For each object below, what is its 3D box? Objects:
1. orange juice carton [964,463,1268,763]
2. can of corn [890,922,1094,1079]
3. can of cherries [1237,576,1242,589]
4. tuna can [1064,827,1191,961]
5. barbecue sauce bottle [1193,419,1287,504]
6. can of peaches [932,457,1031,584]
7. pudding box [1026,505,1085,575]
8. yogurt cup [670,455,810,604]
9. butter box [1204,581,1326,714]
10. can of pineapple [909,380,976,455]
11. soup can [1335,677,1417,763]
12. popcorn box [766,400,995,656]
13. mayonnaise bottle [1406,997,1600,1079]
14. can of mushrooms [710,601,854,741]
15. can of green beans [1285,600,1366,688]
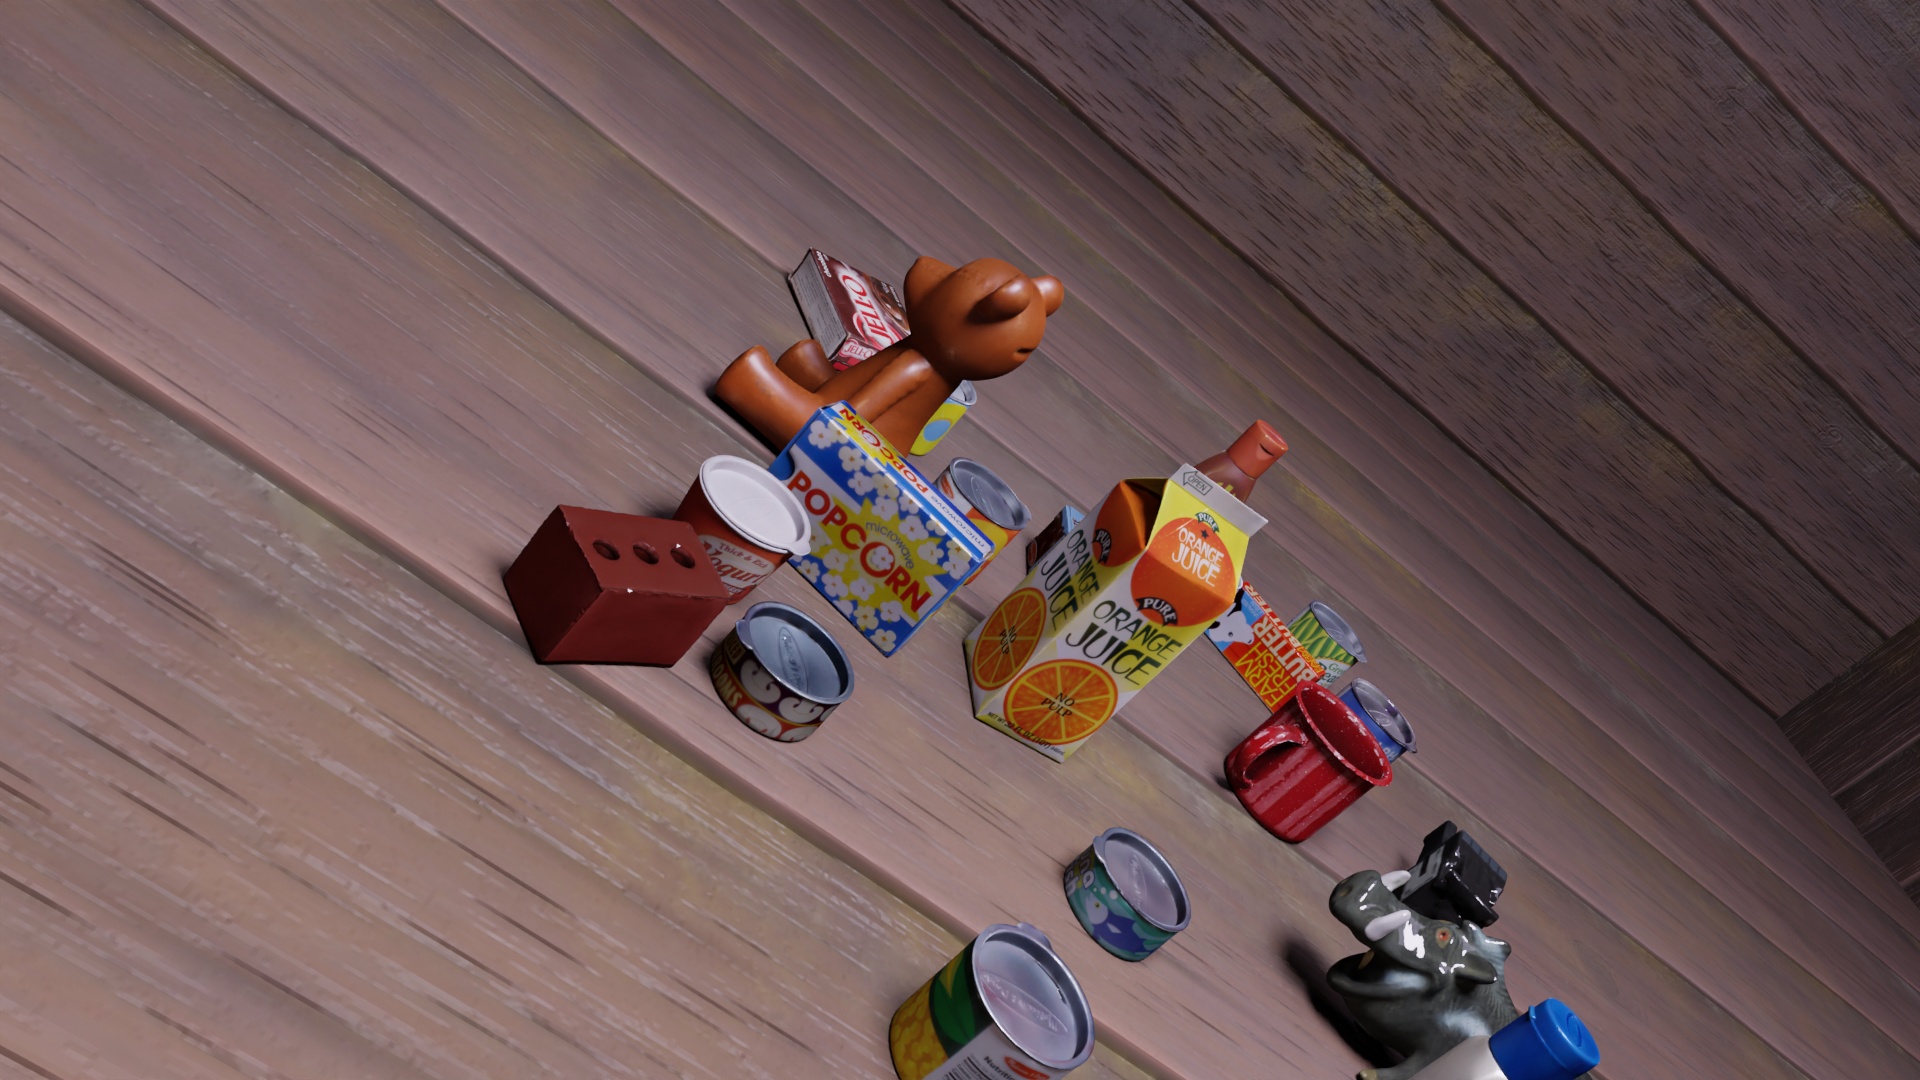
[{"bbox_3d":[0.091,0.036,0.822,0.072,0.192,0.073,31,26,-25],"label":"orange juice carton"},{"bbox_3d":[0.013,0.205,0.586,0.071,0.058,0.071,35,25,-19],"label":"can of corn"},{"bbox_3d":[0.188,0.035,1.142,0.071,0.058,0.072,35,25,-19],"label":"can of cherries"},{"bbox_3d":[0.089,0.192,0.758,0.071,0.032,0.071,35,25,-18],"label":"tuna can"},{"bbox_3d":[0.218,-0.041,1.203,0.065,0.148,0.044,38,24,-13],"label":"barbecue sauce bottle"},{"bbox_3d":[0.003,-0.012,0.933,0.071,0.058,0.071,35,25,-19],"label":"can of peaches"},{"bbox_3d":[0.075,0.016,1.007,0.030,0.049,0.084,35,25,-18],"label":"pudding box"},{"bbox_3d":[-0.121,-0.003,0.731,0.072,0.053,0.073,35,25,-19],"label":"yogurt cup"},{"bbox_3d":[0.249,0.089,1.152,0.104,0.053,0.024,51,25,19],"label":"butter box"},{"bbox_3d":[-0.032,-0.106,1.035,0.071,0.057,0.071,35,25,-19],"label":"can of pineapple"},{"bbox_3d":[0.299,0.160,1.073,0.071,0.083,0.072,35,25,-19],"label":"soup can"},{"bbox_3d":[-0.054,-0.007,0.802,0.127,0.085,0.038,44,23,2],"label":"popcorn box"},{"bbox_3d":[0.255,0.289,0.709,0.041,0.147,0.065,46,23,6],"label":"mayonnaise bottle"},{"bbox_3d":[-0.091,0.064,0.691,0.071,0.033,0.071,35,25,-18],"label":"can of mushrooms"},{"bbox_3d":[0.316,0.097,1.238,0.071,0.057,0.071,35,25,-19],"label":"can of green beans"}]
